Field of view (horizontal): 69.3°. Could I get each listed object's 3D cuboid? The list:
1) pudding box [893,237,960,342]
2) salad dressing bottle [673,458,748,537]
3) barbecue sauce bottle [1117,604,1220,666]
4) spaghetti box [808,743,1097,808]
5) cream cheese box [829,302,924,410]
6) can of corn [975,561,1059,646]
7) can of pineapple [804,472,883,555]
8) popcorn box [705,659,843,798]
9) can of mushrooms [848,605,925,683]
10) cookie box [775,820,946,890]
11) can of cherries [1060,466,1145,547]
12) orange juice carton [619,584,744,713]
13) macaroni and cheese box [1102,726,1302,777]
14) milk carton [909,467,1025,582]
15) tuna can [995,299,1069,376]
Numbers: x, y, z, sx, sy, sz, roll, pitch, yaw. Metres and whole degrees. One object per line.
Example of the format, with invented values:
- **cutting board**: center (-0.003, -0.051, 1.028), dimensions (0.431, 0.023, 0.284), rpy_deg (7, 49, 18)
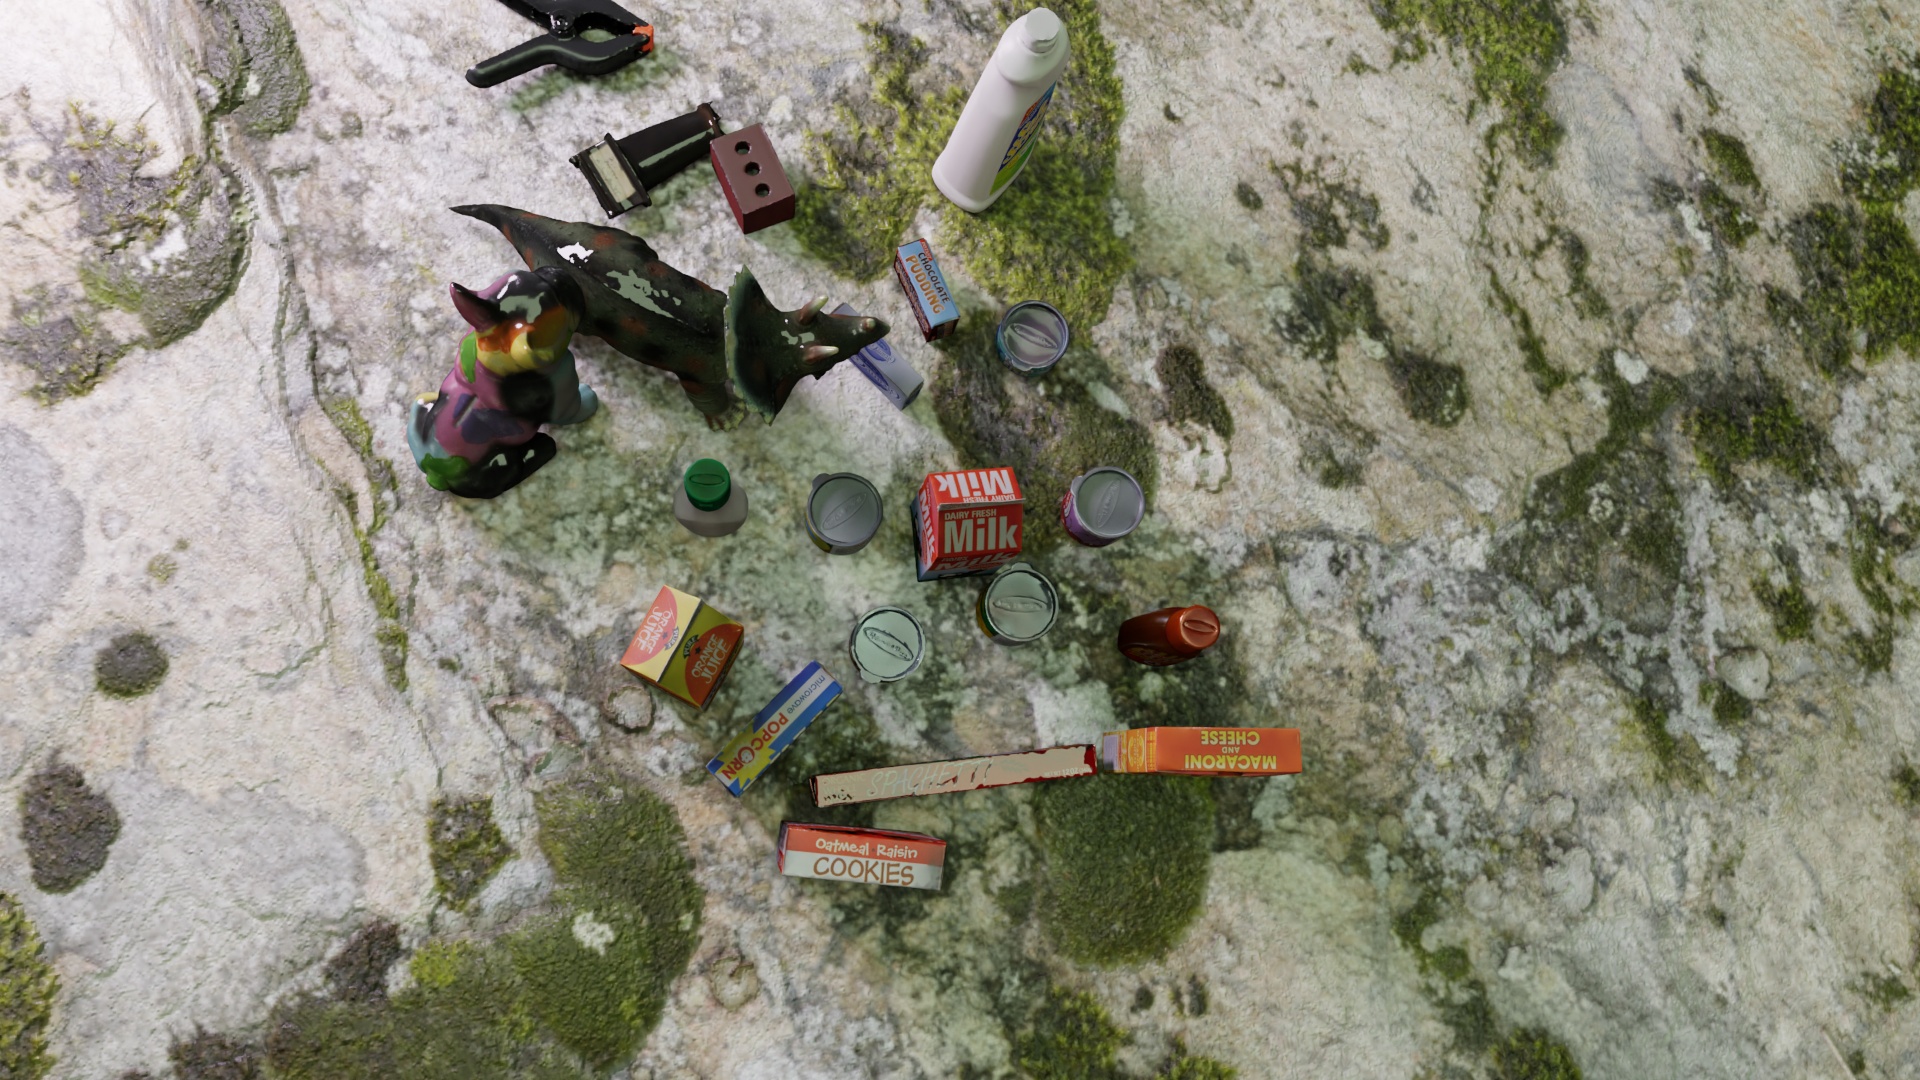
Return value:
- **pudding box**: center (-0.031, -0.231, 1.282), dimensions (0.030, 0.049, 0.084), rpy_deg (-22, 84, -12)
- **salad dressing bottle**: center (-0.211, -0.036, 1.168), dimensions (0.064, 0.147, 0.044), rpy_deg (3, 80, -8)
- **barbecue sauce bottle**: center (0.185, 0.082, 1.210), dimensions (0.065, 0.148, 0.044), rpy_deg (13, 79, -7)
- **spaghetti box**: center (-0.007, 0.204, 1.208), dimensions (0.250, 0.050, 0.029), rpy_deg (-5, 81, -10)
- **cream cheese box**: center (-0.079, -0.166, 1.261), dimensions (0.104, 0.053, 0.024), rpy_deg (45, 77, 1)
- **can of corn**: center (0.050, 0.058, 1.239), dimensions (0.071, 0.058, 0.071), rpy_deg (2, 80, -9)
- **can of pineapple**: center (-0.105, -0.024, 1.229), dimensions (0.071, 0.057, 0.071), rpy_deg (2, 80, -9)
- **popcorn box**: center (-0.157, 0.160, 1.174), dimensions (0.038, 0.085, 0.127), rpy_deg (45, 77, 0)
- **can of mushrooms**: center (-0.067, 0.094, 1.227), dimensions (0.071, 0.033, 0.071), rpy_deg (2, 80, -9)
- **cookie box**: center (-0.085, 0.252, 1.127), dimensions (0.123, 0.167, 0.040), rpy_deg (7, 80, -8)
- **can of cherries**: center (0.127, -0.032, 1.267), dimensions (0.071, 0.058, 0.071), rpy_deg (2, 80, -9)
- **orange juice carton**: center (-0.223, 0.089, 1.121), dimensions (0.073, 0.192, 0.072), rpy_deg (29, 78, -3)
- **macaroni and cheese box**: center (0.202, 0.182, 1.186), dimensions (0.124, 0.166, 0.040), rpy_deg (2, 80, -9)
- **milk carton**: center (0.004, -0.015, 1.177), dimensions (0.072, 0.190, 0.073), rpy_deg (-5, 81, -10)
- **tuna can**: center (0.066, -0.186, 1.298), dimensions (0.071, 0.032, 0.071), rpy_deg (2, 80, -9)
